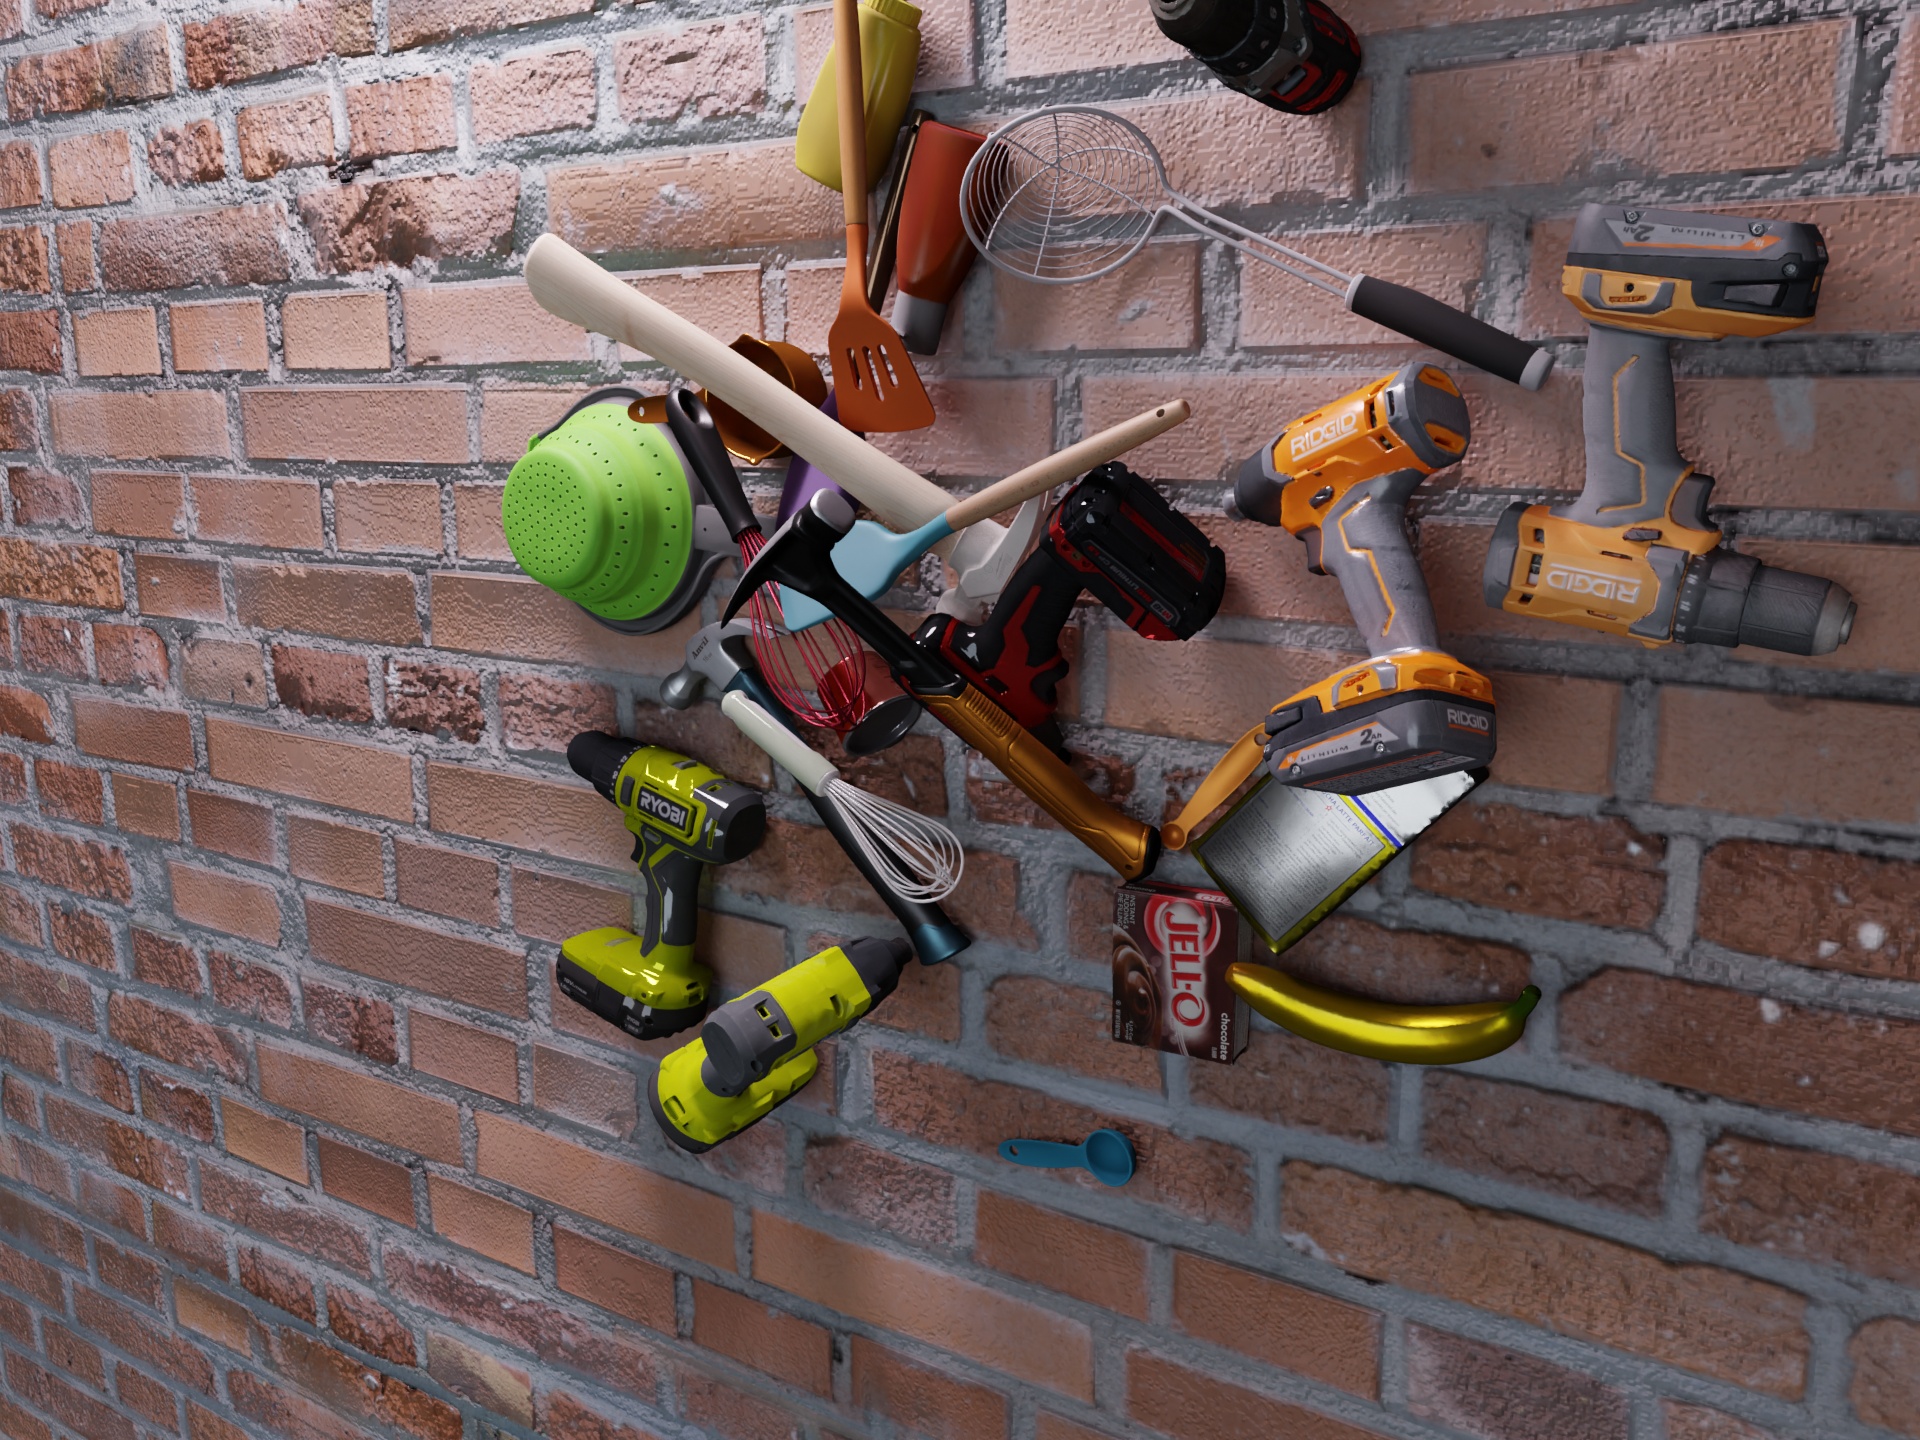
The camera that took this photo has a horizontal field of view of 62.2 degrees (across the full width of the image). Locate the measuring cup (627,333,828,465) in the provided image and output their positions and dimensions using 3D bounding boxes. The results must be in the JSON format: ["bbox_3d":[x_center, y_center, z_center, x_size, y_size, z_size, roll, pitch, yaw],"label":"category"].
[{"bbox_3d":[-0.175,-0.240,1.206,0.174,0.052,0.095,3,101,35],"label":"measuring cup"}]

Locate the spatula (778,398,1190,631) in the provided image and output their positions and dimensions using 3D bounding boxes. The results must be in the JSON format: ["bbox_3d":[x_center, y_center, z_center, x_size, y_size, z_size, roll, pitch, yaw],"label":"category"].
[{"bbox_3d":[0.008,-0.140,1.024,0.317,0.044,0.082,-21,65,36],"label":"spatula"}]

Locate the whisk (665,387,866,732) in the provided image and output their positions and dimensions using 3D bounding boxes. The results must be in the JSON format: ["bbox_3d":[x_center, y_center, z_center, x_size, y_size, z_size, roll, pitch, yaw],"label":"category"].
[{"bbox_3d":[-0.145,-0.118,1.143,0.073,0.073,0.296,-38,73,33],"label":"whisk"}]

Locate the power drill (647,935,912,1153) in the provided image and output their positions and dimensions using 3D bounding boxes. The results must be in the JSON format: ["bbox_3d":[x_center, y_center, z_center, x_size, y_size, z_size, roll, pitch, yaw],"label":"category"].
[{"bbox_3d":[-0.137,0.239,1.202,0.080,0.171,0.223,56,141,11],"label":"power drill"}]

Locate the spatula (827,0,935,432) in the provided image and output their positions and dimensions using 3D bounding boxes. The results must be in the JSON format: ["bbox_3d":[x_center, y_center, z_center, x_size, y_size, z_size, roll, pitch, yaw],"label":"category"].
[{"bbox_3d":[-0.066,-0.358,1.072,0.081,0.041,0.322,3,100,32],"label":"spatula"}]

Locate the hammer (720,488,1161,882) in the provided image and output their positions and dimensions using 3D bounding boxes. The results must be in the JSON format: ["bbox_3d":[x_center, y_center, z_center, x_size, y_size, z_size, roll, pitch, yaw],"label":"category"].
[{"bbox_3d":[-0.002,-0.003,1.054,0.336,0.034,0.127,41,130,-11],"label":"hammer"}]

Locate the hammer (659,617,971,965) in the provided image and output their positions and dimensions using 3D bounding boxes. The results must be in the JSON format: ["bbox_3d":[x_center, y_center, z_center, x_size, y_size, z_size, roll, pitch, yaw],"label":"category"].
[{"bbox_3d":[-0.106,0.055,1.230,0.331,0.033,0.128,51,123,14],"label":"hammer"}]

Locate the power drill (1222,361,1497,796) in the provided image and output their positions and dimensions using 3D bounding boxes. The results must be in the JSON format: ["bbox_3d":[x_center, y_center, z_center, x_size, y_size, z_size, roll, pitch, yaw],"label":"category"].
[{"bbox_3d":[0.223,-0.075,0.925,0.164,0.084,0.227,-20,66,50],"label":"power drill"}]

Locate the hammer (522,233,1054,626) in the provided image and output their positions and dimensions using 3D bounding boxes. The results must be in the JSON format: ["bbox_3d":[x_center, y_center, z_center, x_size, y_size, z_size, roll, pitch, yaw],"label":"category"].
[{"bbox_3d":[-0.126,-0.224,1.104,0.410,0.038,0.146,34,127,5],"label":"hammer"}]

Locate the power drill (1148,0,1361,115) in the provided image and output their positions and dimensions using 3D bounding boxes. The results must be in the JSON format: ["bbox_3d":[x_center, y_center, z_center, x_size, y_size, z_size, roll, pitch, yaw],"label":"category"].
[{"bbox_3d":[0.125,-0.447,0.887,0.080,0.188,0.227,-34,76,34],"label":"power drill"}]

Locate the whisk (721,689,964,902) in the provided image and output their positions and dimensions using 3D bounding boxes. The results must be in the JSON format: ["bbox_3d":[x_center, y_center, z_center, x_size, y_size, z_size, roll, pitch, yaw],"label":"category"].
[{"bbox_3d":[-0.092,0.050,1.176,0.246,0.057,0.059,38,85,25],"label":"whisk"}]

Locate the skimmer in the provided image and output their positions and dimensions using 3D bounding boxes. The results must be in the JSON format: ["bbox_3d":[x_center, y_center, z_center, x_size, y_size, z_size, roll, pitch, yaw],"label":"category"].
[{"bbox_3d":[0.169,-0.265,0.950,0.363,0.090,0.127,32,147,22],"label":"skimmer"}]

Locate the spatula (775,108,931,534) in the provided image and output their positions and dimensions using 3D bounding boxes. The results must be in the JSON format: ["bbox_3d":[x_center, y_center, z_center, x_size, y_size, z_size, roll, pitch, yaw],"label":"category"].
[{"bbox_3d":[-0.069,-0.272,1.129,0.060,0.018,0.316,19,104,10],"label":"spatula"}]

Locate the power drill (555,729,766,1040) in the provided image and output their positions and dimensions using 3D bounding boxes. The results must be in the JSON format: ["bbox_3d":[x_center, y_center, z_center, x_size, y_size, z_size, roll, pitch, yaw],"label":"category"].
[{"bbox_3d":[-0.266,0.130,1.326,0.191,0.080,0.228,23,109,28],"label":"power drill"}]

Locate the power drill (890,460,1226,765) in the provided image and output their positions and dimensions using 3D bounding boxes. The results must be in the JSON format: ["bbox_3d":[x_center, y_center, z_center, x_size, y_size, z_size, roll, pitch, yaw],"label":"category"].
[{"bbox_3d":[0.066,-0.054,1.056,0.143,0.079,0.219,40,127,-11],"label":"power drill"}]

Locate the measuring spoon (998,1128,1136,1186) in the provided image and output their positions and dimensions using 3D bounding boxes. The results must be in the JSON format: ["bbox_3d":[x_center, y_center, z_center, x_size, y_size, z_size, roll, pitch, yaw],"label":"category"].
[{"bbox_3d":[0.080,0.317,1.174,0.128,0.021,0.042,-10,93,44],"label":"measuring spoon"}]

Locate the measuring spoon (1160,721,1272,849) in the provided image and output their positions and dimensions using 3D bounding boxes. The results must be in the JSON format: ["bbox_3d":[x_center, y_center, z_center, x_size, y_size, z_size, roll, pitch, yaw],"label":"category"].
[{"bbox_3d":[0.173,0.043,1.059,0.021,0.011,0.117,46,117,16],"label":"measuring spoon"}]

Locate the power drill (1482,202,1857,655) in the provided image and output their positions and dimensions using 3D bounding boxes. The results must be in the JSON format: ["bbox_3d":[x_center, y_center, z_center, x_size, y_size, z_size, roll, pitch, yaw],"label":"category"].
[{"bbox_3d":[0.389,-0.147,0.837,0.185,0.084,0.226,18,113,30],"label":"power drill"}]

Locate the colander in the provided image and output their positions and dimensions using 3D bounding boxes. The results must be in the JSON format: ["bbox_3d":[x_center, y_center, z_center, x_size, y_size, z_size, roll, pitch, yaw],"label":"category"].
[{"bbox_3d":[-0.229,-0.149,1.232,0.397,0.094,0.204,13,107,31],"label":"colander"}]
